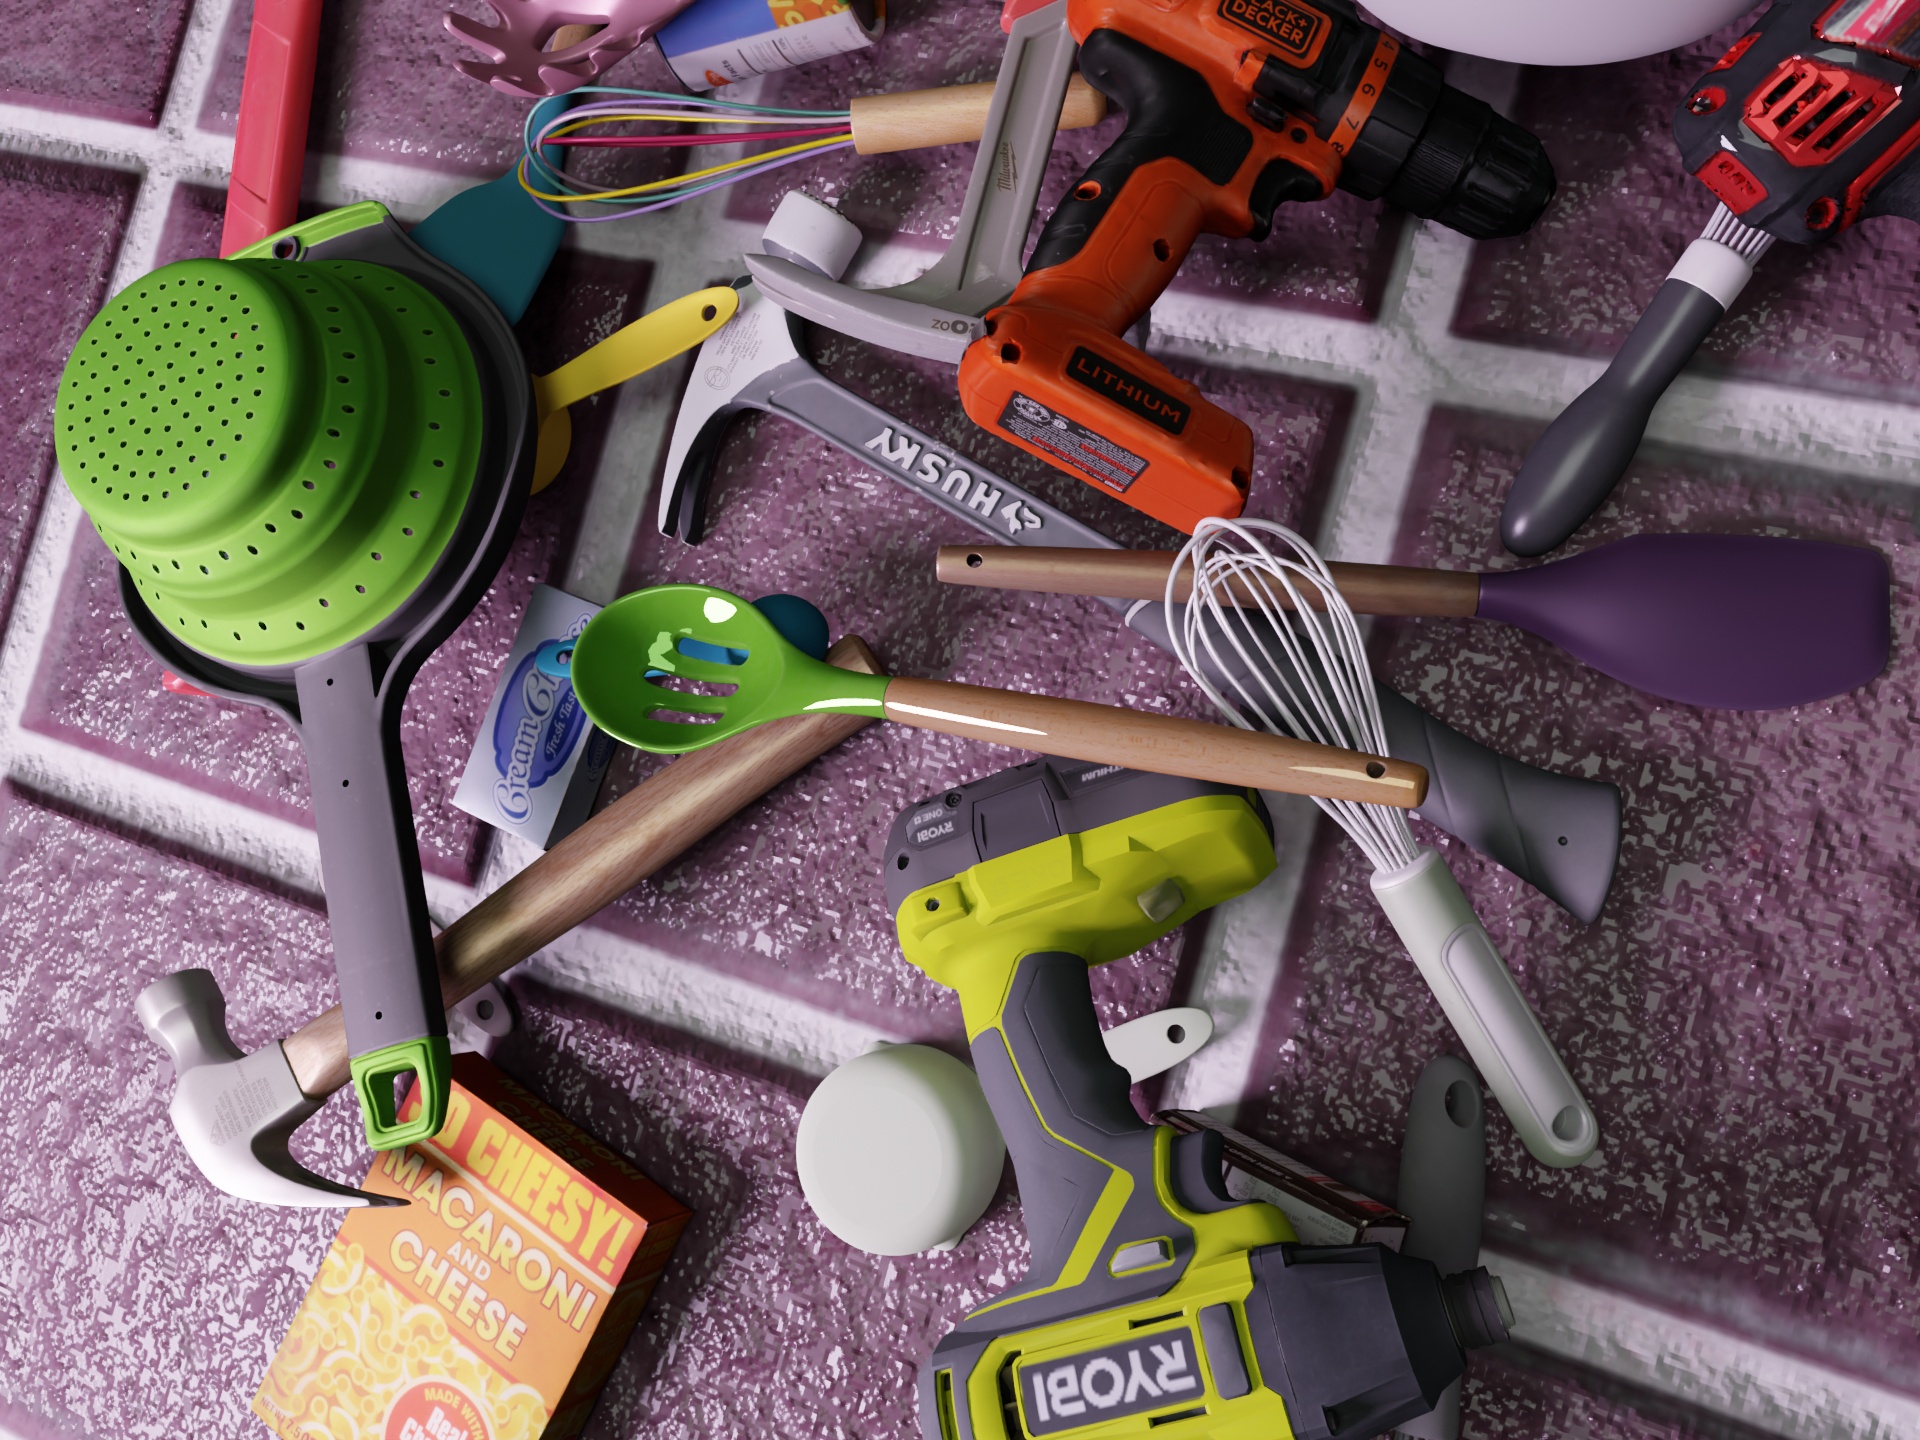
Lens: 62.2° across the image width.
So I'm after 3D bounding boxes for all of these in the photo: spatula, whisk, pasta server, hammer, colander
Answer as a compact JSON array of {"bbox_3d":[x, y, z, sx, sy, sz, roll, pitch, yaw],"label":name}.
[{"bbox_3d":[-0.168,-0.318,0.700,0.082,0.044,0.317,20,89,18],"label":"spatula"},{"bbox_3d":[0.141,0.041,0.517,0.058,0.059,0.246,-33,94,-14],"label":"whisk"},{"bbox_3d":[-0.064,-0.241,0.643,0.245,0.047,0.051,-4,117,9],"label":"whisk"},{"bbox_3d":[0.268,-0.175,0.525,0.070,0.070,0.284,36,101,19],"label":"whisk"},{"bbox_3d":[-0.049,-0.310,0.589,0.316,0.040,0.060,-20,75,16],"label":"pasta server"},{"bbox_3d":[-0.165,0.075,0.626,0.331,0.031,0.130,-35,71,1],"label":"hammer"},{"bbox_3d":[-0.259,-0.037,0.604,0.204,0.094,0.397,-18,74,12],"label":"colander"},{"bbox_3d":[0.148,-0.042,0.539,0.316,0.018,0.060,5,82,7],"label":"spatula"},{"bbox_3d":[0.035,-0.308,0.606,0.149,0.036,0.359,14,82,3],"label":"hammer"},{"bbox_3d":[0.056,-0.049,0.594,0.409,0.036,0.149,33,96,19],"label":"hammer"},{"bbox_3d":[0.155,0.231,0.521,0.055,0.055,0.239,3,80,20],"label":"whisk"},{"bbox_3d":[-0.346,-0.204,0.751,0.143,0.038,0.386,3,84,21],"label":"hammer"}]

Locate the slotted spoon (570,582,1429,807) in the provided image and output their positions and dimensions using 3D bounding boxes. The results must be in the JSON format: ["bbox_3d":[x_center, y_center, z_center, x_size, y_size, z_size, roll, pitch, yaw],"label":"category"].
[{"bbox_3d":[-0.001,-0.002,0.540,0.314,0.031,0.070,9,66,27],"label":"slotted spoon"}]

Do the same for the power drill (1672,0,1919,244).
[{"bbox_3d":[0.334,-0.153,0.453,0.220,0.078,0.143,44,106,4],"label":"power drill"}]

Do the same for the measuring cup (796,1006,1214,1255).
[{"bbox_3d":[0.014,0.142,0.582,0.167,0.038,0.083,-27,76,17],"label":"measuring cup"}]

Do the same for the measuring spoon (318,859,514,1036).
[{"bbox_3d":[-0.237,0.093,0.686,0.124,0.018,0.034,40,97,18],"label":"measuring spoon"}]

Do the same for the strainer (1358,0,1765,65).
[{"bbox_3d":[0.177,-0.231,0.466,0.211,0.341,0.095,9,130,18],"label":"strainer"}]

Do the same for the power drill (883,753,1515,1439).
[{"bbox_3d":[0.062,0.121,0.510,0.171,0.080,0.223,-20,57,14],"label":"power drill"}]

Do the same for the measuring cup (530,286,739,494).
[{"bbox_3d":[-0.152,-0.141,0.674,0.156,0.029,0.062,-22,76,20],"label":"measuring cup"}]

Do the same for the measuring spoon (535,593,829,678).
[{"bbox_3d":[-0.115,-0.032,0.628,0.128,0.021,0.042,-3,59,17],"label":"measuring spoon"}]
